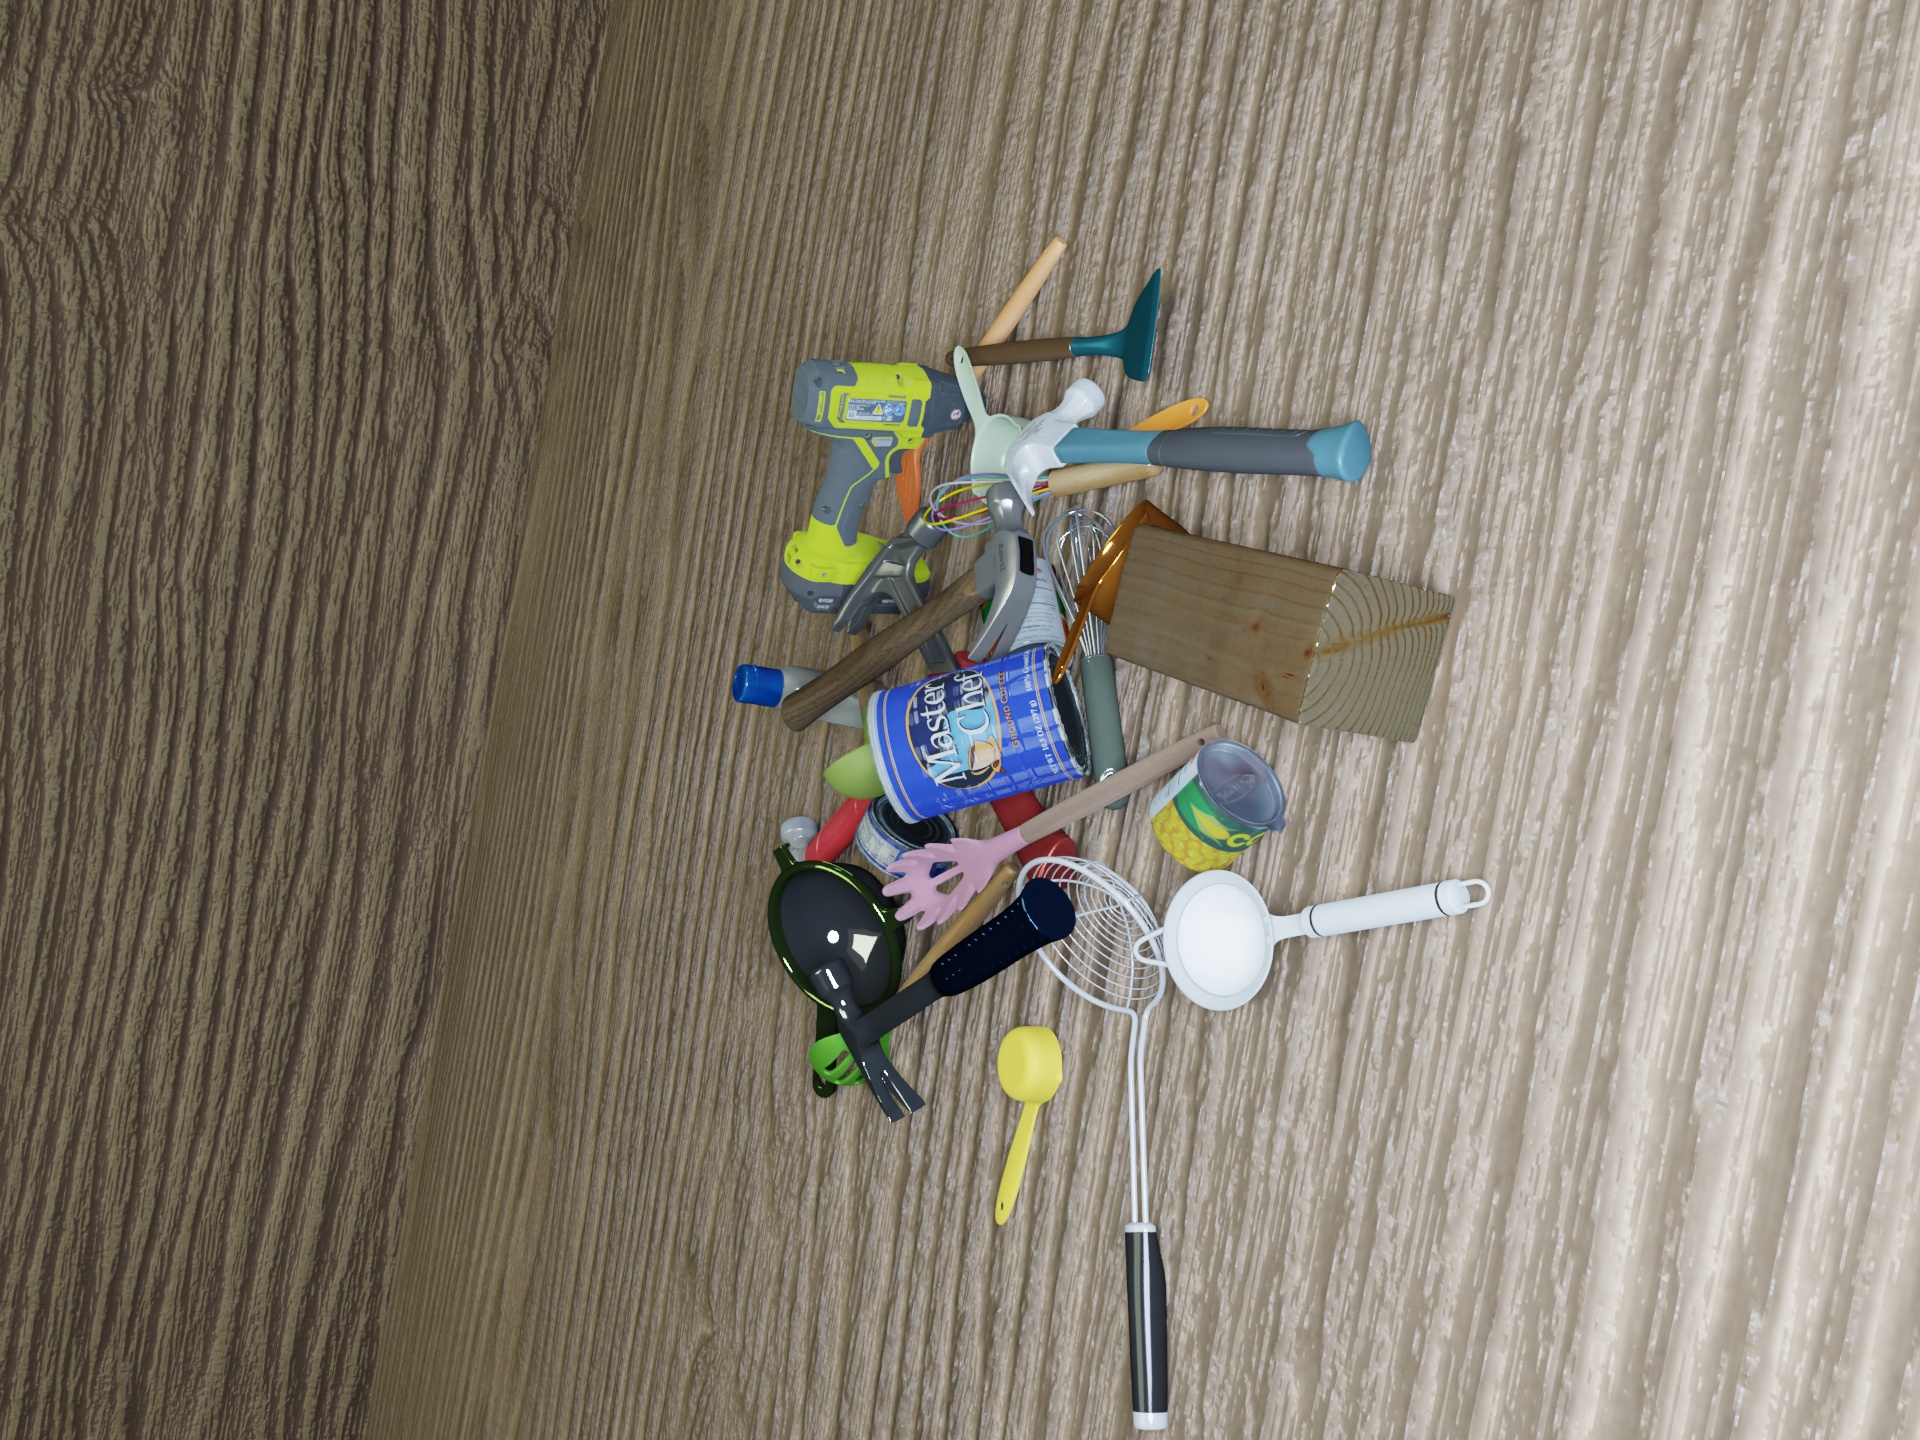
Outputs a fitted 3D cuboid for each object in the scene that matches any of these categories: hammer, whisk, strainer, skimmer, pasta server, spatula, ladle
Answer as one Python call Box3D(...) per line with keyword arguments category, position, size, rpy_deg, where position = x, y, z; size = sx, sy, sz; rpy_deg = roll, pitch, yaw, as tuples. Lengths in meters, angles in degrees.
Box3D(category="hammer", position=(0.148, -0.188, 1.093), size=(0.128, 0.033, 0.331), rpy_deg=(-47, 32, -19))
Box3D(category="whisk", position=(0.100, -0.051, 1.188), size=(0.059, 0.058, 0.246), rpy_deg=(77, -173, -70))
Box3D(category="strainer", position=(0.206, 0.121, 0.942), size=(0.258, 0.050, 0.087), rpy_deg=(-22, 69, 51))
Box3D(category="strainer", position=(-0.102, 0.231, 1.451), size=(0.152, 0.069, 0.256), rpy_deg=(23, 123, 29))
Box3D(category="skimmer", position=(0.092, 0.272, 1.049), size=(0.127, 0.090, 0.363), rpy_deg=(-29, 57, 55))
Box3D(category="hammer", position=(-0.070, 0.071, 1.460), size=(0.386, 0.038, 0.143), rpy_deg=(-48, 43, 45))
Box3D(category="hammer", position=(-0.050, -0.063, 1.301), size=(0.331, 0.031, 0.130), rpy_deg=(-32, 54, 45))
Box3D(category="pasta server", position=(0.063, 0.074, 1.151), size=(0.316, 0.040, 0.060), rpy_deg=(-31, 85, 38))
Box3D(category="hammer", position=(-0.014, 0.201, 1.184), size=(0.144, 0.035, 0.405), rpy_deg=(61, 150, 10))
Box3D(category="spatula", position=(0.070, -0.306, 1.292), size=(0.318, 0.044, 0.082), rpy_deg=(12, 97, 55))
Box3D(category="whisk", position=(0.058, -0.180, 1.252), size=(0.245, 0.047, 0.051), rpy_deg=(-4, 100, 46))
Box3D(category="ladle", position=(-0.091, -0.028, 1.445), size=(0.078, 0.062, 0.320), rpy_deg=(-29, 30, 10))
Box3D(category="hammer", position=(-0.002, -0.004, 1.294), size=(0.149, 0.036, 0.359), rpy_deg=(-50, 49, 31))
Box3D(category="spatula", position=(0.011, -0.303, 1.443), size=(0.322, 0.041, 0.081), rpy_deg=(-51, 41, 36))

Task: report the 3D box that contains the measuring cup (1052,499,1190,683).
Box3D(category="measuring cup", position=(0.110, -0.075, 1.090), size=(0.095, 0.052, 0.174), rpy_deg=(-46, 14, 51))

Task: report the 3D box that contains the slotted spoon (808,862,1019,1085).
Box3D(category="slotted spoon", position=(-0.039, 0.222, 1.347), size=(0.313, 0.070, 0.031), rpy_deg=(-53, 22, 32))

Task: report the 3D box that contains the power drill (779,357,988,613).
Box3D(category="power drill", position=(-0.073, -0.210, 1.426), size=(0.080, 0.171, 0.223), rpy_deg=(-120, 36, -50))

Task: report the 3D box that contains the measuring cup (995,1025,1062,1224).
Box3D(category="measuring cup", position=(0.038, 0.306, 1.199), size=(0.062, 0.029, 0.156), rpy_deg=(21, 99, 61))

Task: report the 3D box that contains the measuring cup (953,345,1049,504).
Box3D(category="measuring cup", position=(0.032, -0.254, 1.351), size=(0.083, 0.038, 0.168), rpy_deg=(-50, 48, 44))

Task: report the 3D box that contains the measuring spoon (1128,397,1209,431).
Box3D(category="measuring spoon", position=(0.147, -0.217, 1.183), size=(0.117, 0.011, 0.021), rpy_deg=(-14, 66, 56))
